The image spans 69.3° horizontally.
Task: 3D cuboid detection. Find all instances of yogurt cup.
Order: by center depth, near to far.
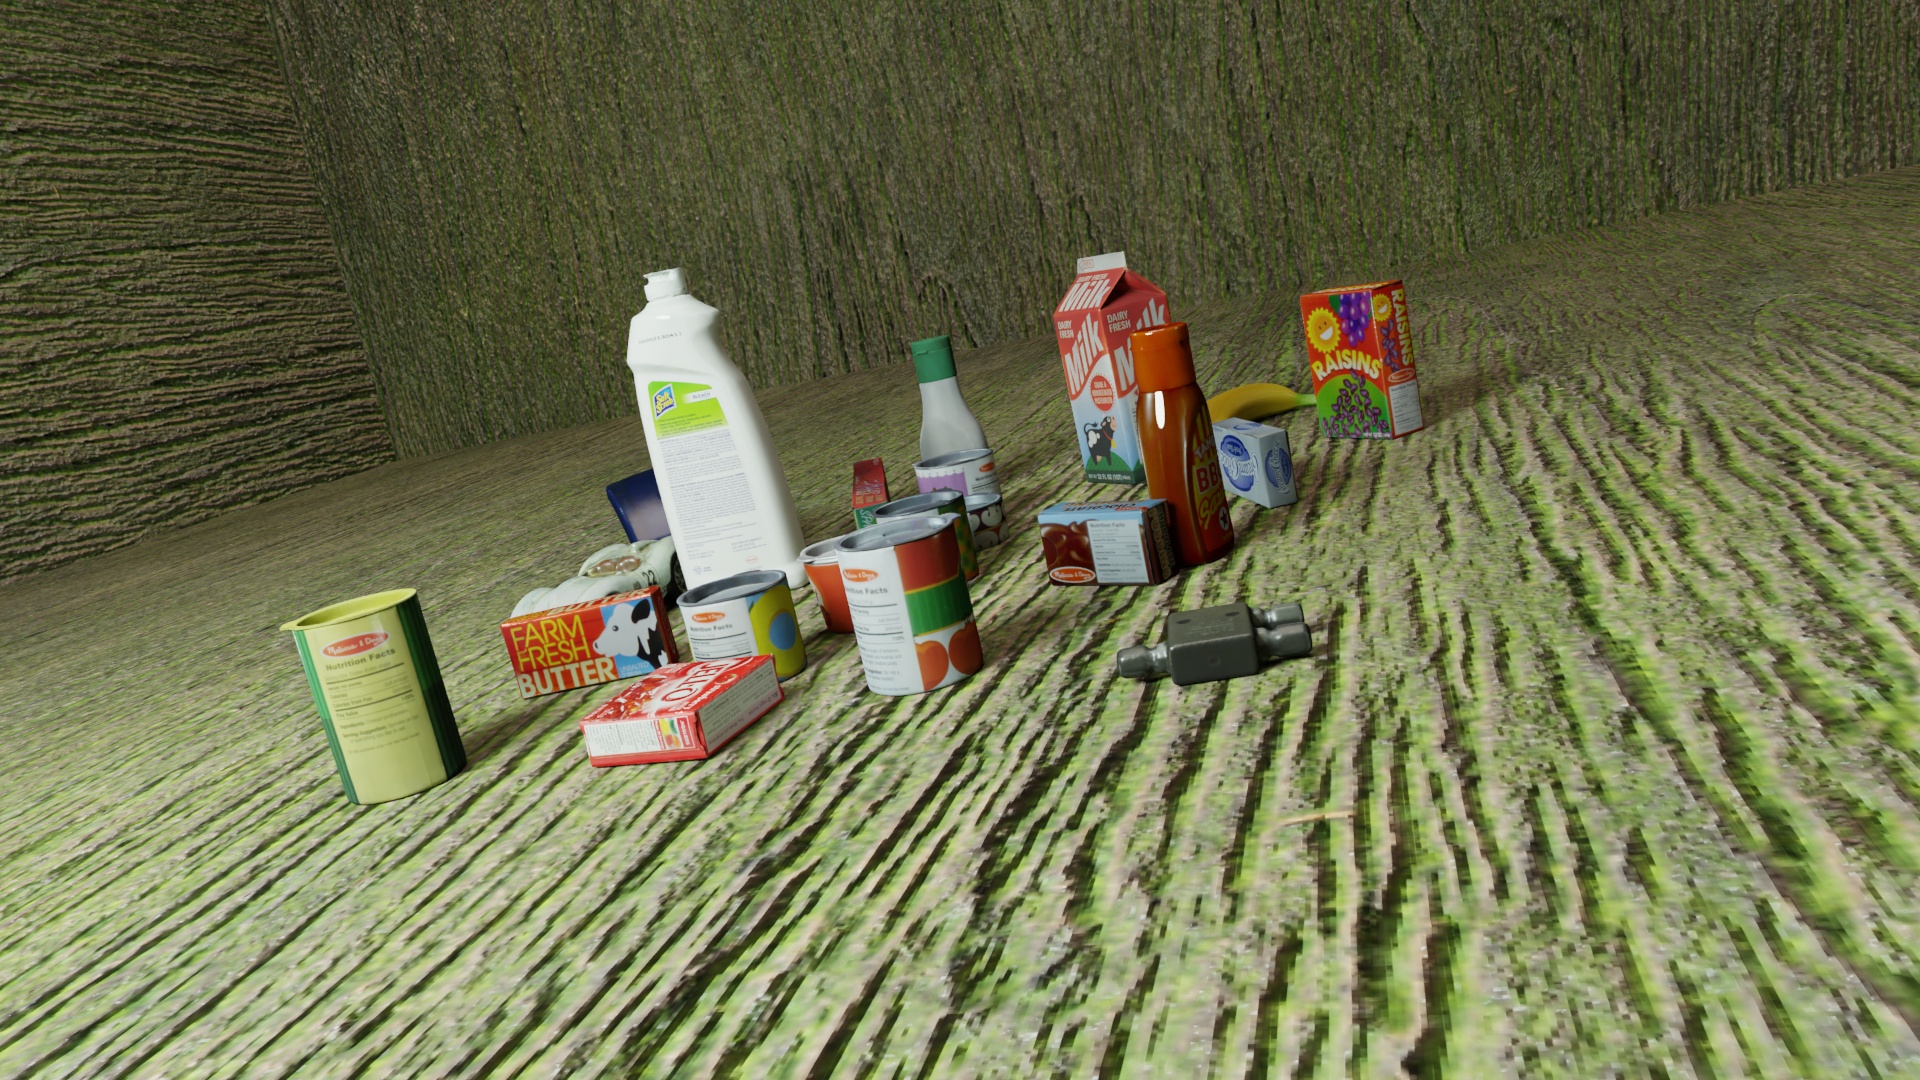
[{"bbox_3d":[-0.066,0.026,0.903,0.072,0.053,0.072,-12,11,3],"label":"yogurt cup"}]

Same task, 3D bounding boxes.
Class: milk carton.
[{"bbox_3d":[0.137,-0.149,1.185,0.074,0.190,0.072,-18,13,-27],"label":"milk carton"}]

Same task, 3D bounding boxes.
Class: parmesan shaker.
[{"bbox_3d":[-0.322,0.086,0.766,0.071,0.103,0.071,-12,11,3],"label":"parmesan shaker"}]

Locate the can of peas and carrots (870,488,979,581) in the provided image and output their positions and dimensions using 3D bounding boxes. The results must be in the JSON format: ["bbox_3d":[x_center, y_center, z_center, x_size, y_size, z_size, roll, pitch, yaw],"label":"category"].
[{"bbox_3d":[-0.023,0.000,0.971,0.071,0.058,0.071,-12,11,3],"label":"can of peas and carrots"}]

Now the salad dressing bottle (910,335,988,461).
[{"bbox_3d":[-0.012,-0.113,1.276,0.064,0.147,0.044,-6,13,31],"label":"salad dressing bottle"}]

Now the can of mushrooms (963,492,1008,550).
[{"bbox_3d":[0.004,-0.013,1.069,0.071,0.033,0.071,-12,12,3],"label":"can of mushrooms"}]

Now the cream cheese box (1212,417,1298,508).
[{"bbox_3d":[0.213,-0.058,1.015,0.024,0.053,0.104,-14,12,-7],"label":"cream cheese box"}]

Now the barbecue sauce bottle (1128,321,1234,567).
[{"bbox_3d":[0.137,-0.061,0.876,0.043,0.148,0.065,-5,13,32],"label":"barbecue sauce bottle"}]

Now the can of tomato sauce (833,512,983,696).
[{"bbox_3d":[-0.026,0.034,0.755,0.071,0.083,0.071,-12,11,3],"label":"can of tomato sauce"}]

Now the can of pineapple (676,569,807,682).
[{"bbox_3d":[-0.129,0.054,0.829,0.071,0.057,0.071,-12,11,3],"label":"can of pineapple"}]

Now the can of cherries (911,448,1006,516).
[{"bbox_3d":[-0.002,-0.040,1.139,0.071,0.058,0.071,-12,11,3],"label":"can of cherries"}]

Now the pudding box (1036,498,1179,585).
[{"bbox_3d":[0.092,0.001,0.870,0.083,0.049,0.030,-2,15,42],"label":"pudding box"}]

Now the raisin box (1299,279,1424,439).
[{"bbox_3d":[0.331,-0.148,1.146,0.040,0.123,0.086,-18,12,-24],"label":"raisin box"}]

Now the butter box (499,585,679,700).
[{"bbox_3d":[-0.239,0.066,0.897,0.103,0.053,0.024,-12,11,3],"label":"butter box"}]

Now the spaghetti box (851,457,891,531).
[{"bbox_3d":[-0.073,-0.028,1.178,0.029,0.050,0.250,-13,12,-2],"label":"spaghetti box"}]
